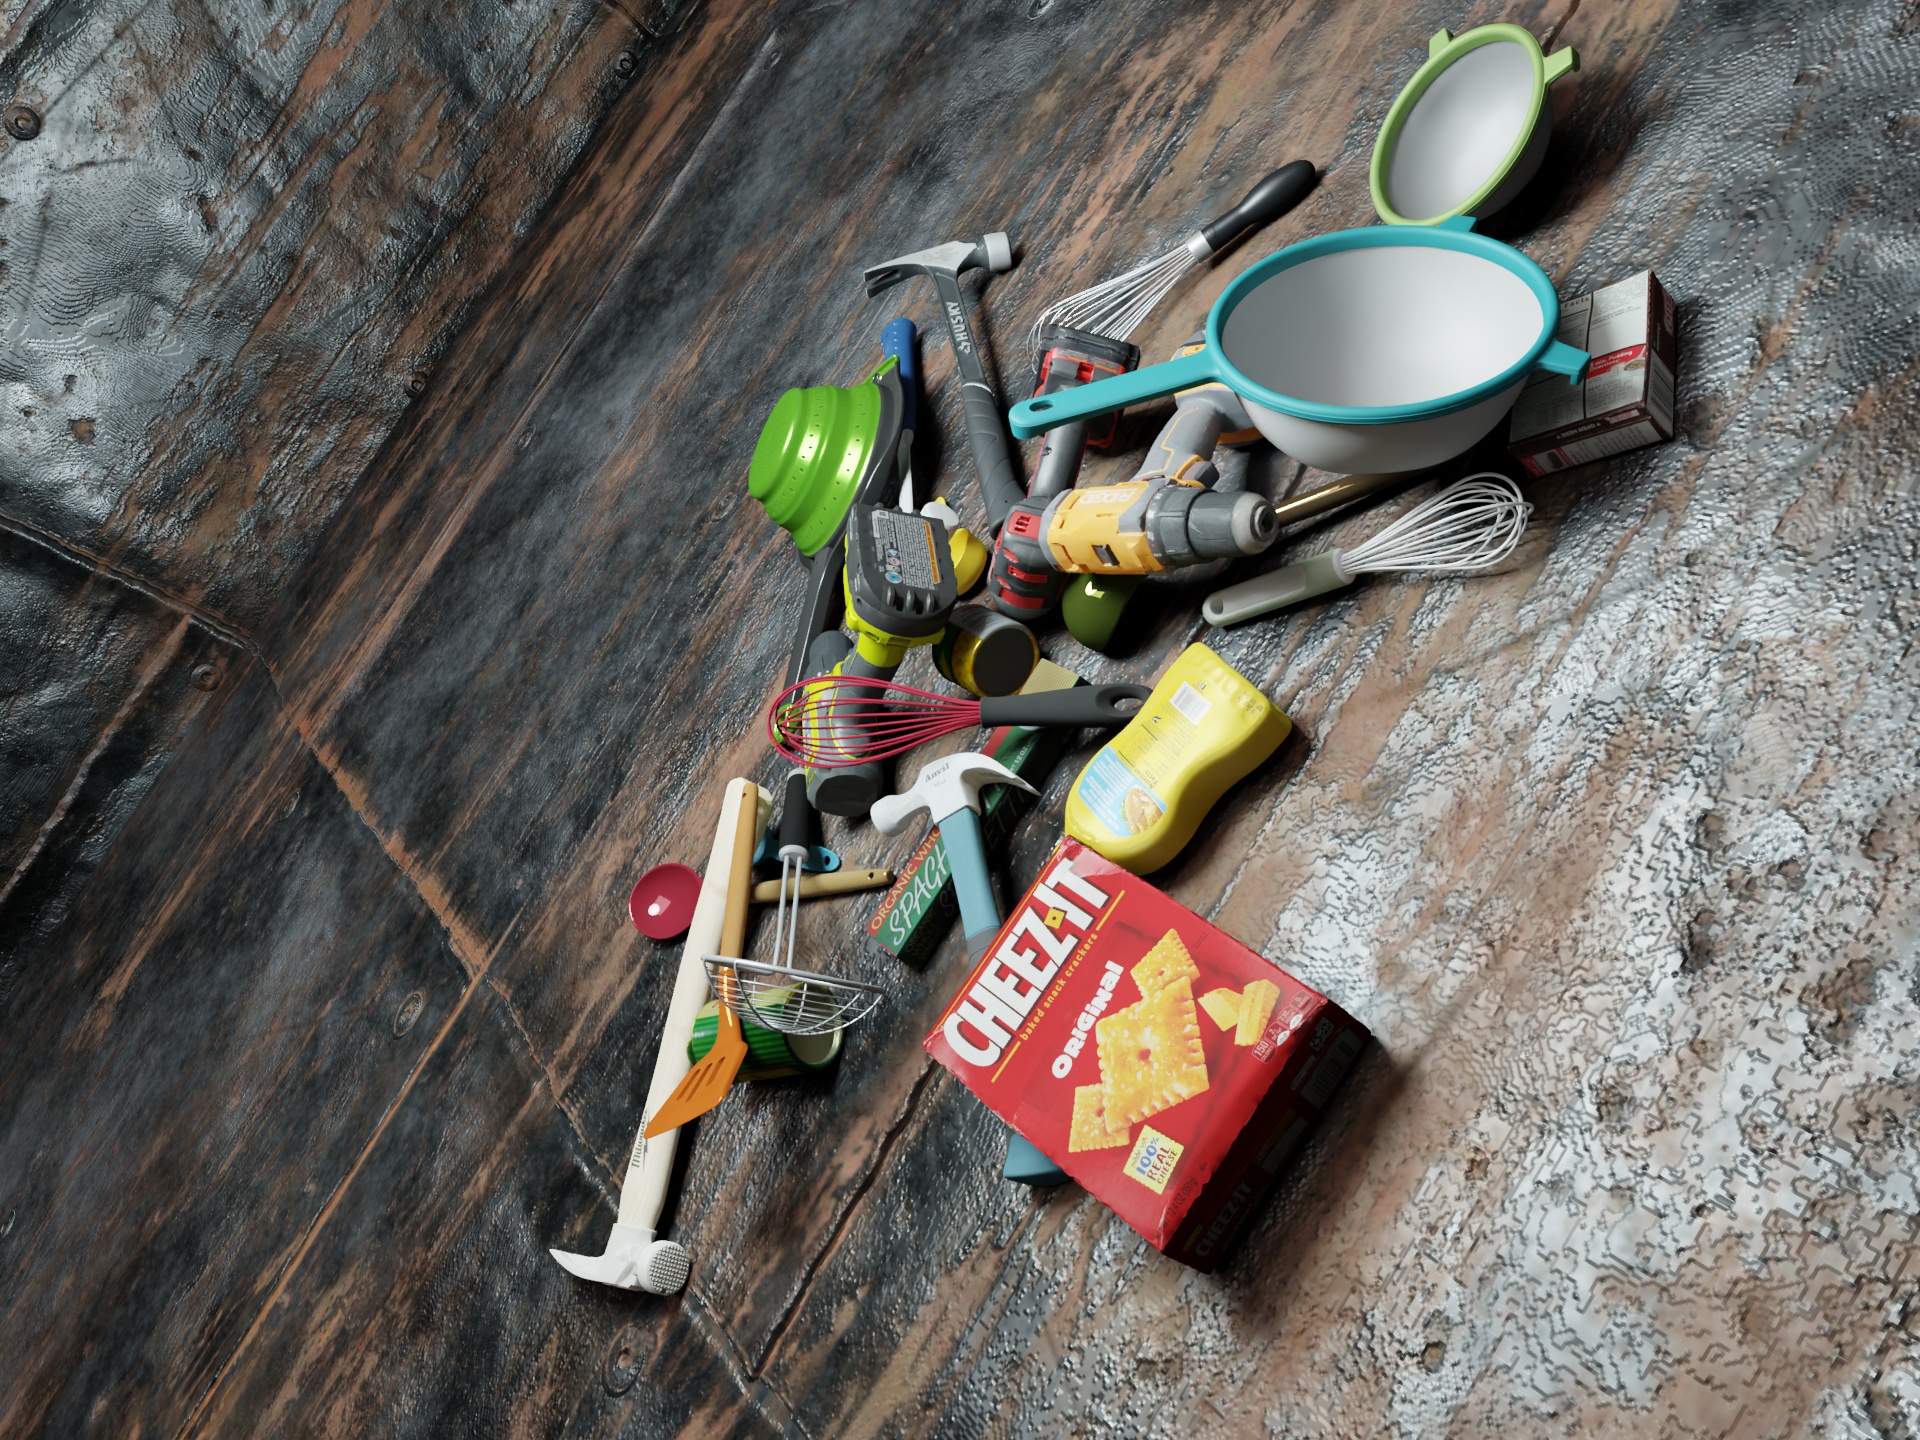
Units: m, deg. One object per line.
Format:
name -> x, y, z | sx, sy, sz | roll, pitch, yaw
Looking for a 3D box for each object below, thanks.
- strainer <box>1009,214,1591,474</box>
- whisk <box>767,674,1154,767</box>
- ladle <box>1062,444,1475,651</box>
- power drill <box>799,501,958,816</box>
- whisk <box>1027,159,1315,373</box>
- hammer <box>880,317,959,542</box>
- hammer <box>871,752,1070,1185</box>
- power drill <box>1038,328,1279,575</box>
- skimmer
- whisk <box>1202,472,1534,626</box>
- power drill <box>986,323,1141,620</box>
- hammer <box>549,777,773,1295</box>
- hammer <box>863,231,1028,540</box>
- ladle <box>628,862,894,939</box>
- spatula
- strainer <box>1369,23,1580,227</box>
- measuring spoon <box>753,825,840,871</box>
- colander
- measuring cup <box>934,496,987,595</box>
strainer -> 0.203, -0.203, 1.008 | 0.340, 0.095, 0.211 | -15, 44, 2
whisk -> -0.002, -0.004, 1.158 | 0.296, 0.073, 0.073 | -3, 55, 14
ladle -> 0.210, -0.128, 1.123 | 0.320, 0.062, 0.078 | -20, 40, 29
power drill -> -0.078, -0.061, 1.292 | 0.191, 0.080, 0.228 | -99, 25, -45
whisk -> 0.176, -0.380, 1.344 | 0.284, 0.070, 0.070 | -33, 41, 20
hammer -> -0.057, -0.253, 1.496 | 0.144, 0.035, 0.406 | -54, 26, 36
hammer -> 0.019, 0.159, 1.075 | 0.128, 0.033, 0.331 | -33, 48, 22
power drill -> 0.180, -0.187, 1.111 | 0.185, 0.084, 0.226 | 5, 49, 49
skimmer -> -0.122, 0.114, 1.206 | 0.364, 0.127, 0.090 | -95, 20, -61
whisk -> 0.257, -0.103, 1.038 | 0.246, 0.059, 0.058 | -19, 77, 44
power drill -> 0.074, -0.186, 1.250 | 0.143, 0.078, 0.220 | 100, -175, -68
hammer -> -0.227, 0.243, 1.284 | 0.146, 0.038, 0.411 | -12, 58, 45
hammer -> 0.006, -0.312, 1.454 | 0.149, 0.036, 0.409 | -11, 50, -1
ladle -> -0.171, 0.143, 1.335 | 0.315, 0.031, 0.069 | -11, 67, 41
spatula -> -0.179, 0.168, 1.202 | 0.081, 0.041, 0.323 | -30, 39, 28
strainer -> 0.346, -0.360, 1.140 | 0.256, 0.069, 0.152 | -65, 32, 16
measuring spoon -> -0.141, 0.111, 1.341 | 0.129, 0.021, 0.042 | 8, 84, 41
colander -> -0.154, -0.172, 1.477 | 0.204, 0.094, 0.397 | -25, 49, 60
measuring cup -> -0.006, -0.157, 1.399 | 0.062, 0.029, 0.157 | -49, 24, 20
